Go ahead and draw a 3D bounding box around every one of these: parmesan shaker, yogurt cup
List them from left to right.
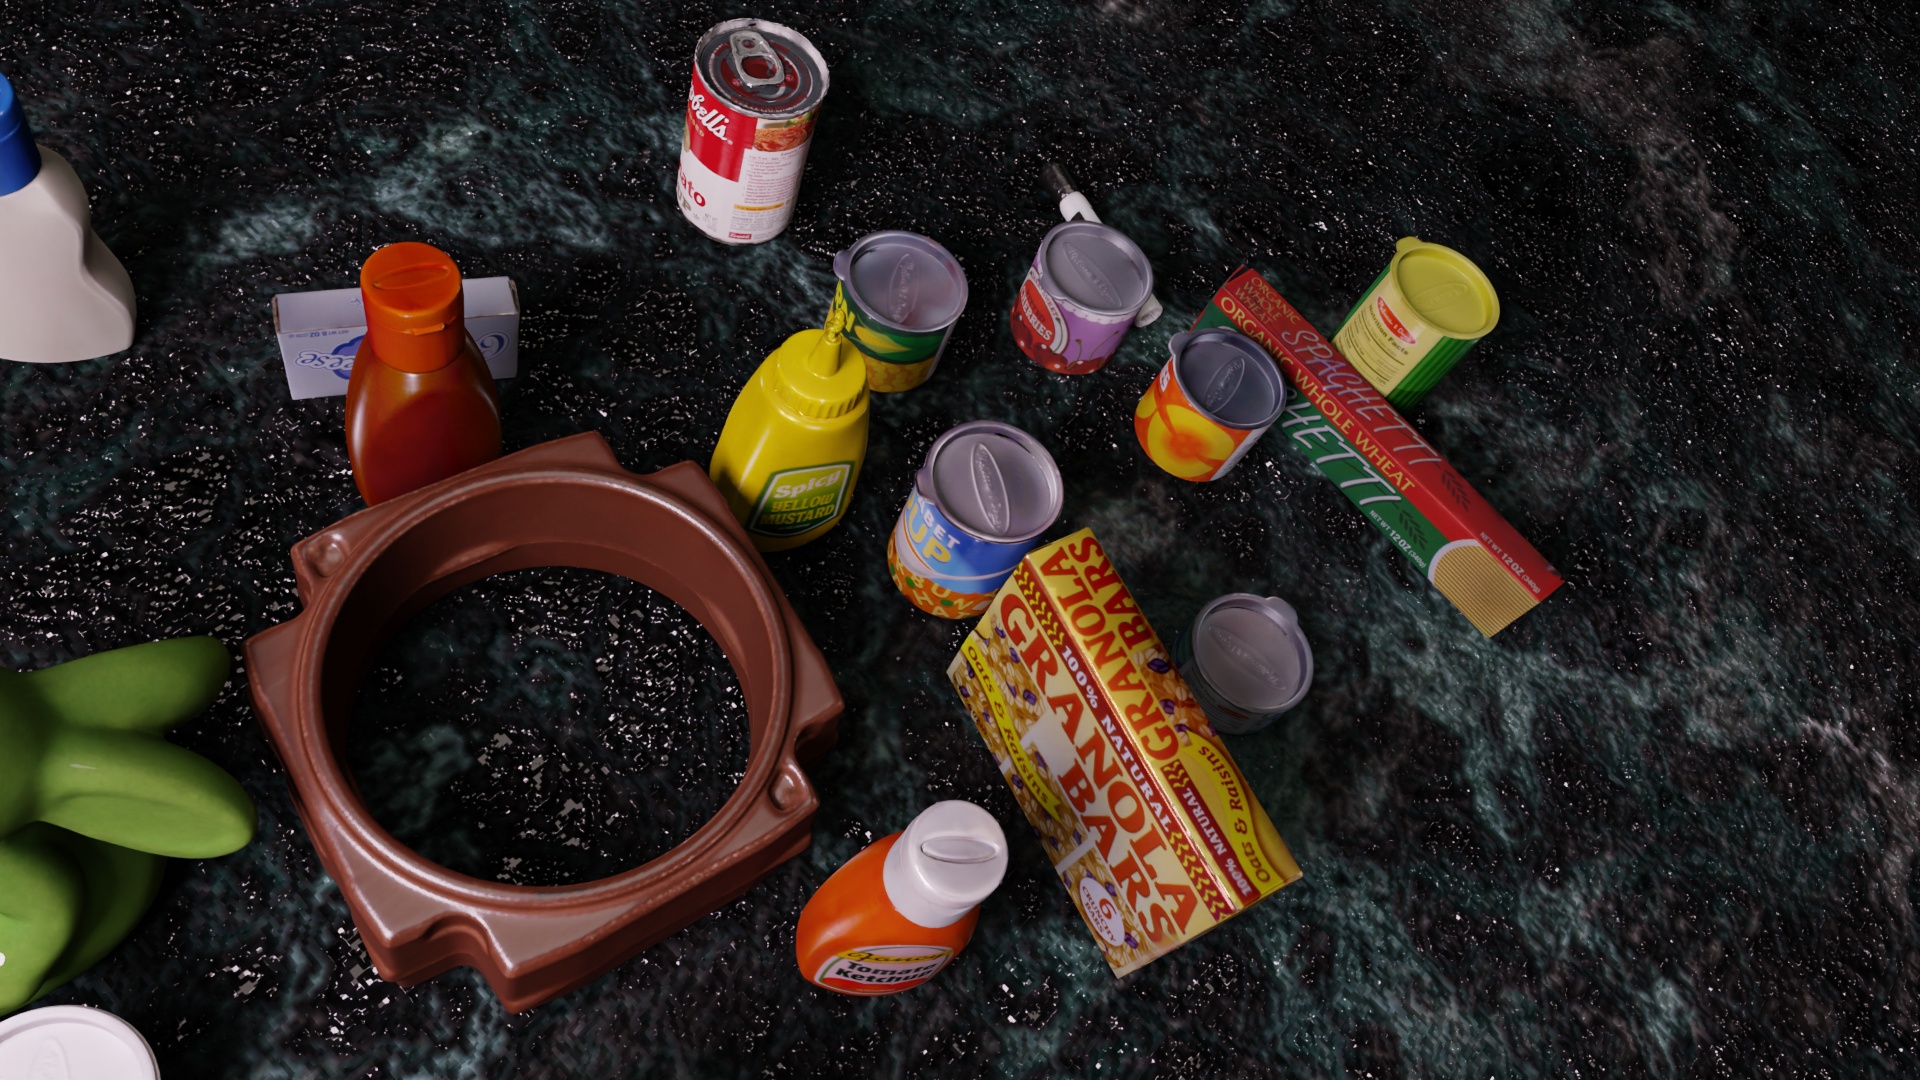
[{"bbox_3d":[-0.303,0.196,0.467,0.072,0.053,0.073,8,59,-14],"label":"yogurt cup"},{"bbox_3d":[0.249,-0.115,0.799,0.071,0.102,0.071,8,59,-14],"label":"parmesan shaker"}]

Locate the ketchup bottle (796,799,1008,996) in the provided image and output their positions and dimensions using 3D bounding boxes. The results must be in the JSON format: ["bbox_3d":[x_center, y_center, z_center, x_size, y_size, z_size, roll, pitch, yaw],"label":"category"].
[{"bbox_3d":[-0.021,0.139,0.536,0.065,0.148,0.044,5,60,-15],"label":"ketchup bottle"}]

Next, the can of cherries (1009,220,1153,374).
[{"bbox_3d":[0.064,-0.135,0.777,0.071,0.058,0.072,8,59,-14],"label":"can of cherries"}]

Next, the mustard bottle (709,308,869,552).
[{"bbox_3d":[-0.072,-0.050,0.622,0.065,0.159,0.049,-11,65,-23],"label":"mustard bottle"}]

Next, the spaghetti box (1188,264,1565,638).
[{"bbox_3d":[0.230,-0.052,0.788,0.029,0.050,0.250,-35,76,-31],"label":"spaghetti box"}]

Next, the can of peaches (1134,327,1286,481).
[{"bbox_3d":[0.135,-0.075,0.766,0.071,0.057,0.071,8,59,-14],"label":"can of peaches"}]

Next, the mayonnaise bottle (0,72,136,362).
[{"bbox_3d":[-0.389,-0.130,0.572,0.065,0.147,0.041,-8,64,-22],"label":"mayonnaise bottle"}]

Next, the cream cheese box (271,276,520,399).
[{"bbox_3d":[-0.261,-0.095,0.650,0.104,0.053,0.024,-10,65,-23],"label":"cream cheese box"}]

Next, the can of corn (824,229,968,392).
[{"bbox_3d":[-0.038,-0.121,0.735,0.071,0.058,0.071,8,59,-14],"label":"can of corn"}]

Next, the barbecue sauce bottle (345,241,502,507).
[{"bbox_3d":[-0.227,-0.064,0.586,0.065,0.147,0.044,-19,69,-26],"label":"barbecue sauce bottle"}]

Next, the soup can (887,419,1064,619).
[{"bbox_3d":[0.002,-0.008,0.668,0.071,0.083,0.071,8,59,-14],"label":"soup can"}]

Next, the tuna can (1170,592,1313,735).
[{"bbox_3d":[0.143,0.061,0.704,0.071,0.032,0.071,8,59,-14],"label":"tuna can"}]

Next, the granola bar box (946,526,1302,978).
[{"bbox_3d":[0.062,0.096,0.603,0.039,0.123,0.166,-20,69,-27],"label":"granola bar box"}]
